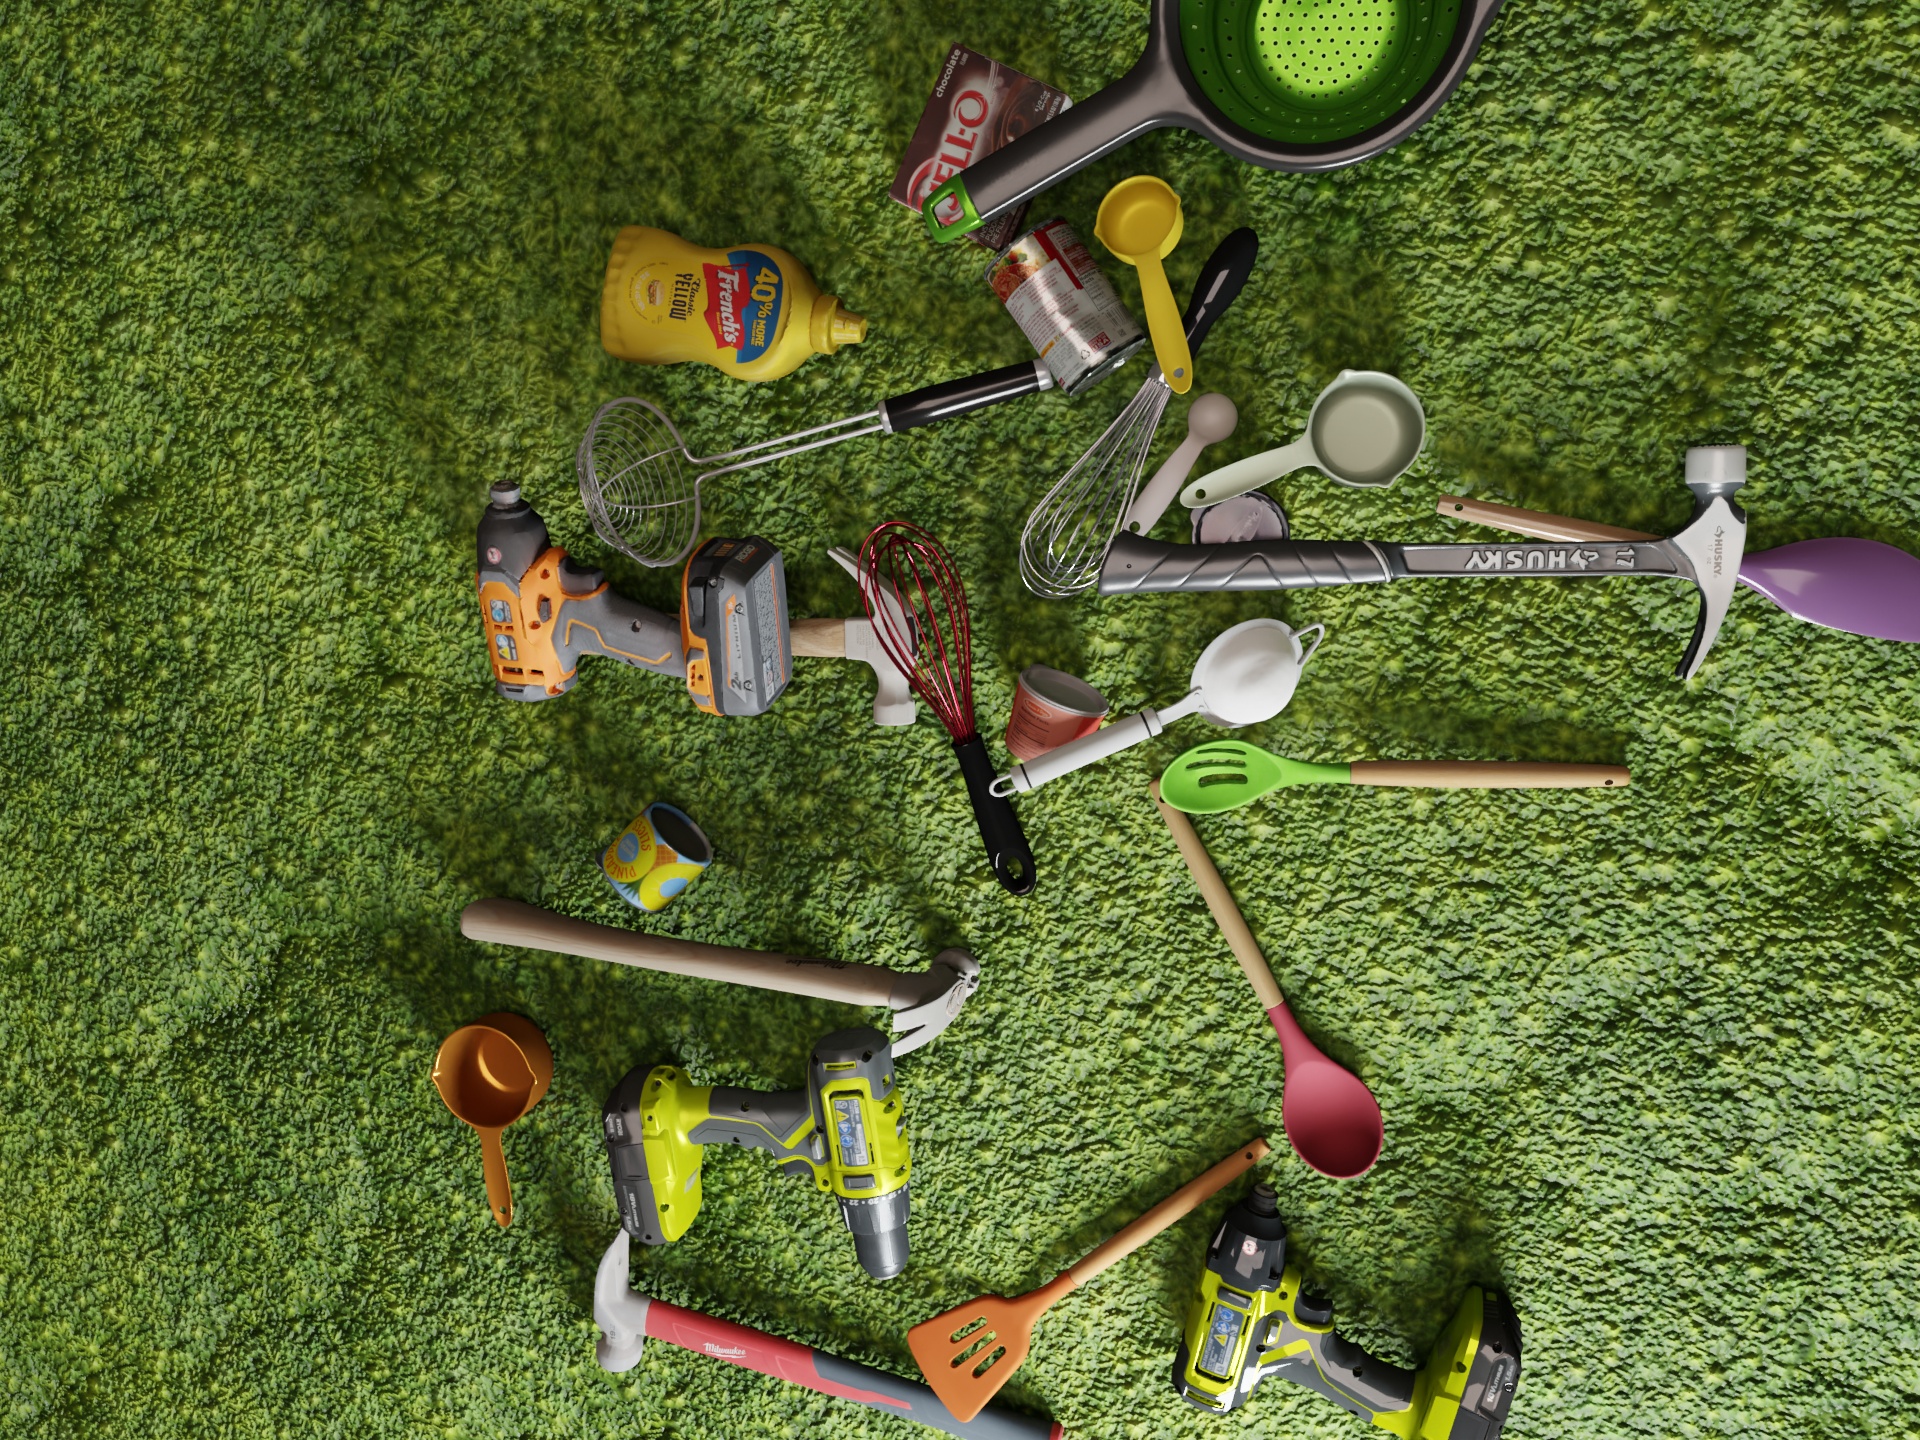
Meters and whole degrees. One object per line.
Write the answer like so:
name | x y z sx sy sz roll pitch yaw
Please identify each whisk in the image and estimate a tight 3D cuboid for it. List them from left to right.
whisk | -0.002 -0.004 1.140 0.073 0.073 0.295 -16 107 16
whisk | 0.124 -0.210 1.092 0.070 0.070 0.284 31 100 7

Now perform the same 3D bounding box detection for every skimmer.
skimmer | -0.111 -0.207 1.164 0.363 0.090 0.127 -14 101 6

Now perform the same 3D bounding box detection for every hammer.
hammer | -0.200 0.182 1.200 0.411 0.146 0.038 6 101 18
hammer | -0.194 -0.067 1.205 0.331 0.031 0.130 2 99 14
hammer | -0.106 0.504 1.256 0.386 0.038 0.143 13 117 10
hammer | 0.295 -0.100 1.045 0.409 0.036 0.149 0 98 11

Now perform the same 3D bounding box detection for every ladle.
ladle | 0.213 0.182 1.145 0.069 0.031 0.315 -28 89 14

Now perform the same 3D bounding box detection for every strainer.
strainer | 0.139 0.000 1.094 0.258 0.050 0.086 -24 126 3

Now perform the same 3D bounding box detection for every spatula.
spatula | 0.102 0.410 1.200 0.322 0.041 0.081 -40 74 15
spatula | 0.471 -0.111 1.038 0.316 0.018 0.060 13 99 11

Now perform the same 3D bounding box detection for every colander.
colander | 0.158 -0.415 1.031 0.397 0.094 0.204 -24 92 19

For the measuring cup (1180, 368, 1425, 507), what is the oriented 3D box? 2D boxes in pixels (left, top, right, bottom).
measuring cup | 0.227 -0.176 1.067 0.167 0.038 0.083 -21 88 8

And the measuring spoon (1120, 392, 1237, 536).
measuring spoon | 0.149 -0.173 1.109 0.034 0.018 0.124 37 106 6

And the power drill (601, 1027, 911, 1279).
power drill | -0.149 0.343 1.236 0.228 0.080 0.190 -6 98 12

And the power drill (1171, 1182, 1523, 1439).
power drill | 0.279 0.442 1.145 0.223 0.080 0.171 16 102 14

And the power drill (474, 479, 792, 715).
power drill | -0.243 -0.088 1.140 0.226 0.084 0.164 6 119 15

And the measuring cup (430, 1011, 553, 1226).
measuring cup | -0.373 0.323 1.302 0.095 0.052 0.173 -2 100 14

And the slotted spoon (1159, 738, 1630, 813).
slotted spoon | 0.296 0.037 1.099 0.314 0.031 0.070 0 133 11

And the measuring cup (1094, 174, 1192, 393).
measuring cup | 0.134 -0.290 1.070 0.062 0.029 0.156 -16 79 21
